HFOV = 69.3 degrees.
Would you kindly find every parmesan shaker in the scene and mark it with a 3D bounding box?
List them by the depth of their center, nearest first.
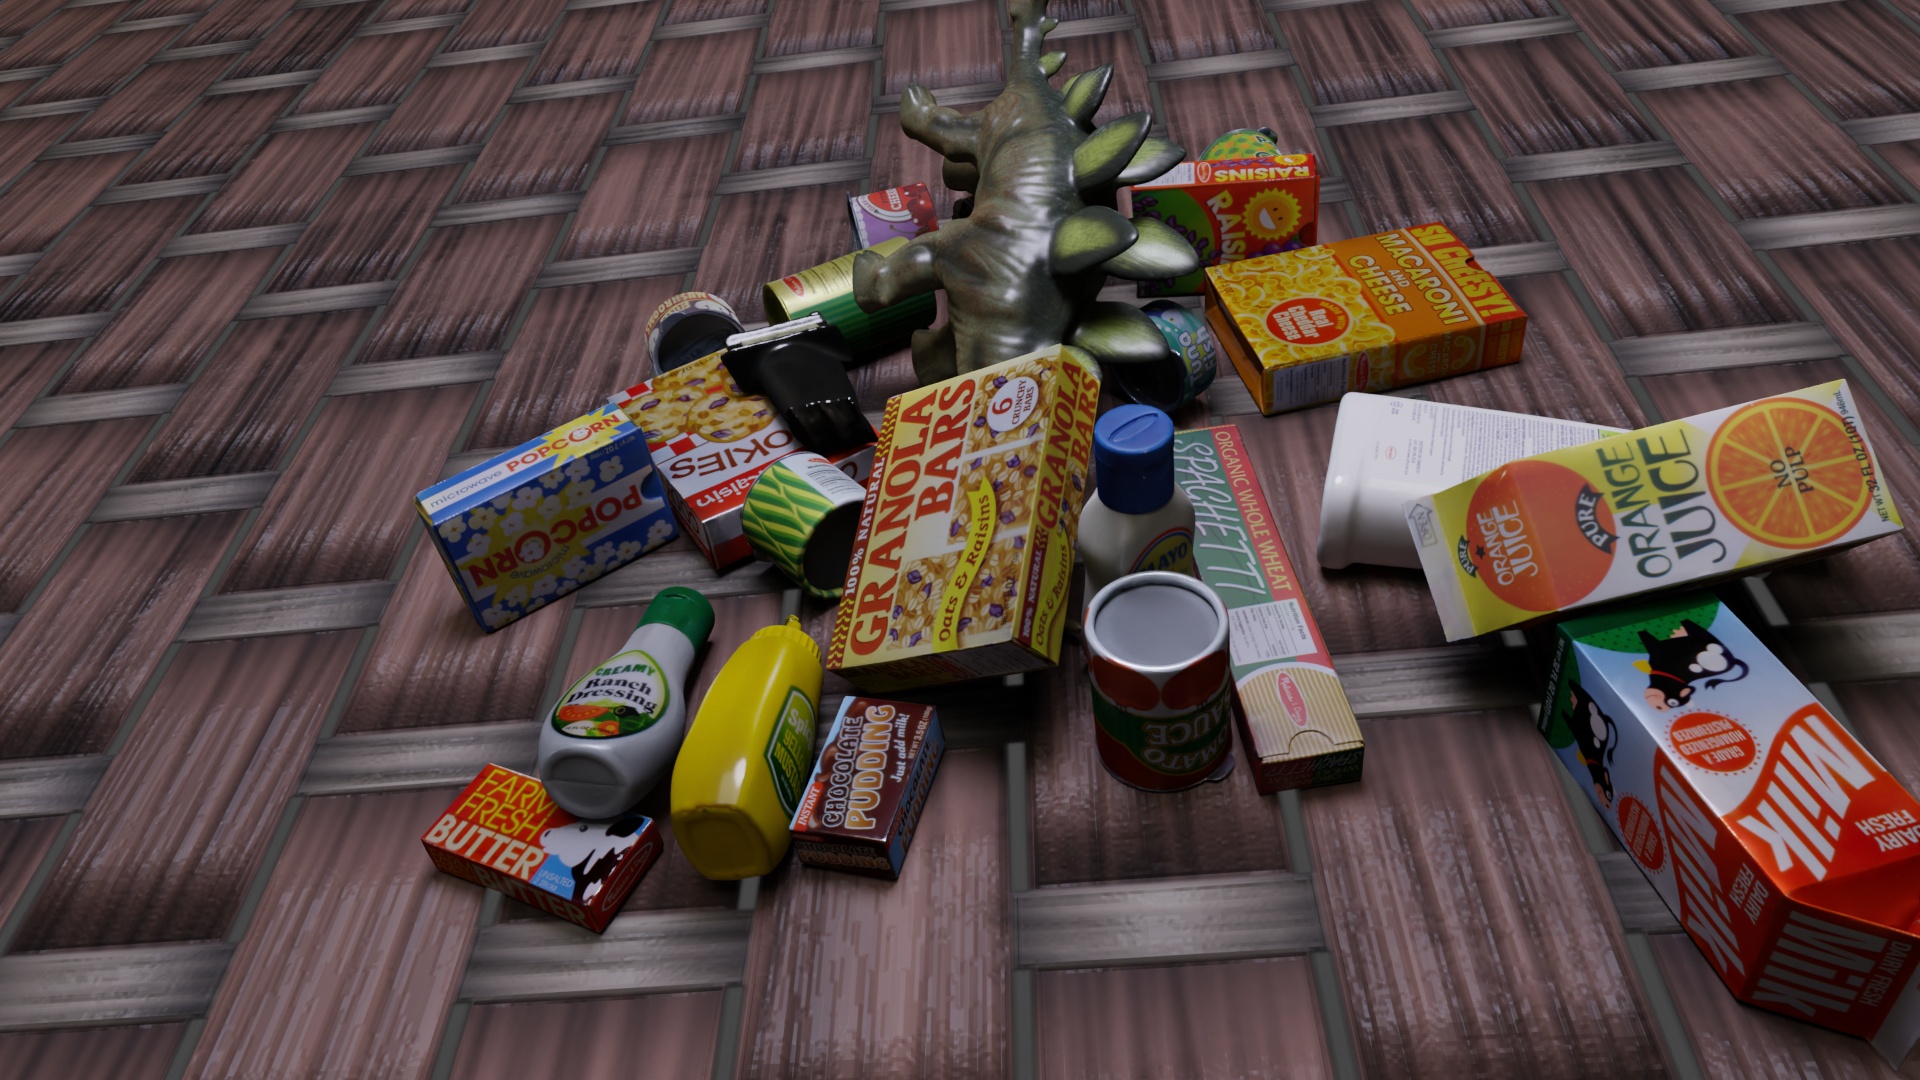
[{"bbox_3d":[-0.074,-0.160,0.952,0.103,0.071,0.071,-23,43,-16],"label":"parmesan shaker"}]

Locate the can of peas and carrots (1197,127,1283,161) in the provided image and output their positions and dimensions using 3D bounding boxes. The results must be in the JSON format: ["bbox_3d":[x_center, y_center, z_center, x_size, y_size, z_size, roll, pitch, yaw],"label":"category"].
[{"bbox_3d":[0.211,-0.257,1.005,0.071,0.070,0.059,-12,42,-2],"label":"can of peas and carrots"}]

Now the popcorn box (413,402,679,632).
[{"bbox_3d":[-0.236,-0.014,0.802,0.127,0.084,0.038,-29,44,-21],"label":"popcorn box"}]

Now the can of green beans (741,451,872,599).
[{"bbox_3d":[-0.080,-0.008,0.780,0.071,0.071,0.058,-33,46,-24],"label":"can of green beans"}]

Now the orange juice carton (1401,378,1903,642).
[{"bbox_3d":[0.310,-0.009,0.642,0.193,0.073,0.072,-14,77,5],"label":"orange juice carton"}]

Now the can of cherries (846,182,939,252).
[{"bbox_3d":[-0.048,-0.227,1.019,0.058,0.071,0.072,-14,41,-5],"label":"can of cherries"}]

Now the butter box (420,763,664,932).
[{"bbox_3d":[-0.199,0.144,0.661,0.103,0.024,0.053,12,45,23],"label":"butter box"}]

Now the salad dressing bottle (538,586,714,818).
[{"bbox_3d":[-0.162,0.076,0.699,0.064,0.043,0.148,3,29,7],"label":"salad dressing bottle"}]

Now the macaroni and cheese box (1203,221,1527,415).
[{"bbox_3d":[0.255,-0.146,0.892,0.166,0.040,0.124,-12,42,-3],"label":"macaroni and cheese box"}]

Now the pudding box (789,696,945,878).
[{"bbox_3d":[-0.043,0.115,0.659,0.049,0.030,0.084,5,43,17],"label":"pudding box"}]

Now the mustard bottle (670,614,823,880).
[{"bbox_3d":[-0.097,0.087,0.678,0.049,0.065,0.161,-6,37,14],"label":"mustard bottle"}]

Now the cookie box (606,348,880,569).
[{"bbox_3d":[-0.133,-0.061,0.872,0.123,0.040,0.168,-26,42,-19],"label":"cookie box"}]

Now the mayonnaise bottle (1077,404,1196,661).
[{"bbox_3d":[0.086,0.003,0.672,0.065,0.147,0.041,-30,46,-22],"label":"mayonnaise bottle"}]

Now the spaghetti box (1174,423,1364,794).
[{"bbox_3d":[0.150,0.024,0.727,0.050,0.028,0.251,-9,41,1],"label":"spaghetti box"}]

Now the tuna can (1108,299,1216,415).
[{"bbox_3d":[0.126,-0.114,0.858,0.033,0.070,0.071,-34,46,-26],"label":"tuna can"}]

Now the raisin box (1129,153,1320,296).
[{"bbox_3d":[0.180,-0.215,0.951,0.123,0.085,0.040,-1,40,10],"label":"raisin box"}]

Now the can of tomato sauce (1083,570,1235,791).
[{"bbox_3d":[0.094,0.067,0.648,0.071,0.082,0.071,-6,41,5],"label":"can of tomato sauce"}]

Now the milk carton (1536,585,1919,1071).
[{"bbox_3d":[0.320,0.112,0.561,0.073,0.072,0.191,-14,41,-5],"label":"milk carton"}]

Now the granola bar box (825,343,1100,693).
[{"bbox_3d":[0.003,-0.009,0.712,0.124,0.039,0.166,-13,55,39],"label":"granola bar box"}]

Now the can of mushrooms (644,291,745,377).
[{"bbox_3d":[-0.179,-0.134,0.939,0.071,0.070,0.033,-20,40,-12],"label":"can of mushrooms"}]
